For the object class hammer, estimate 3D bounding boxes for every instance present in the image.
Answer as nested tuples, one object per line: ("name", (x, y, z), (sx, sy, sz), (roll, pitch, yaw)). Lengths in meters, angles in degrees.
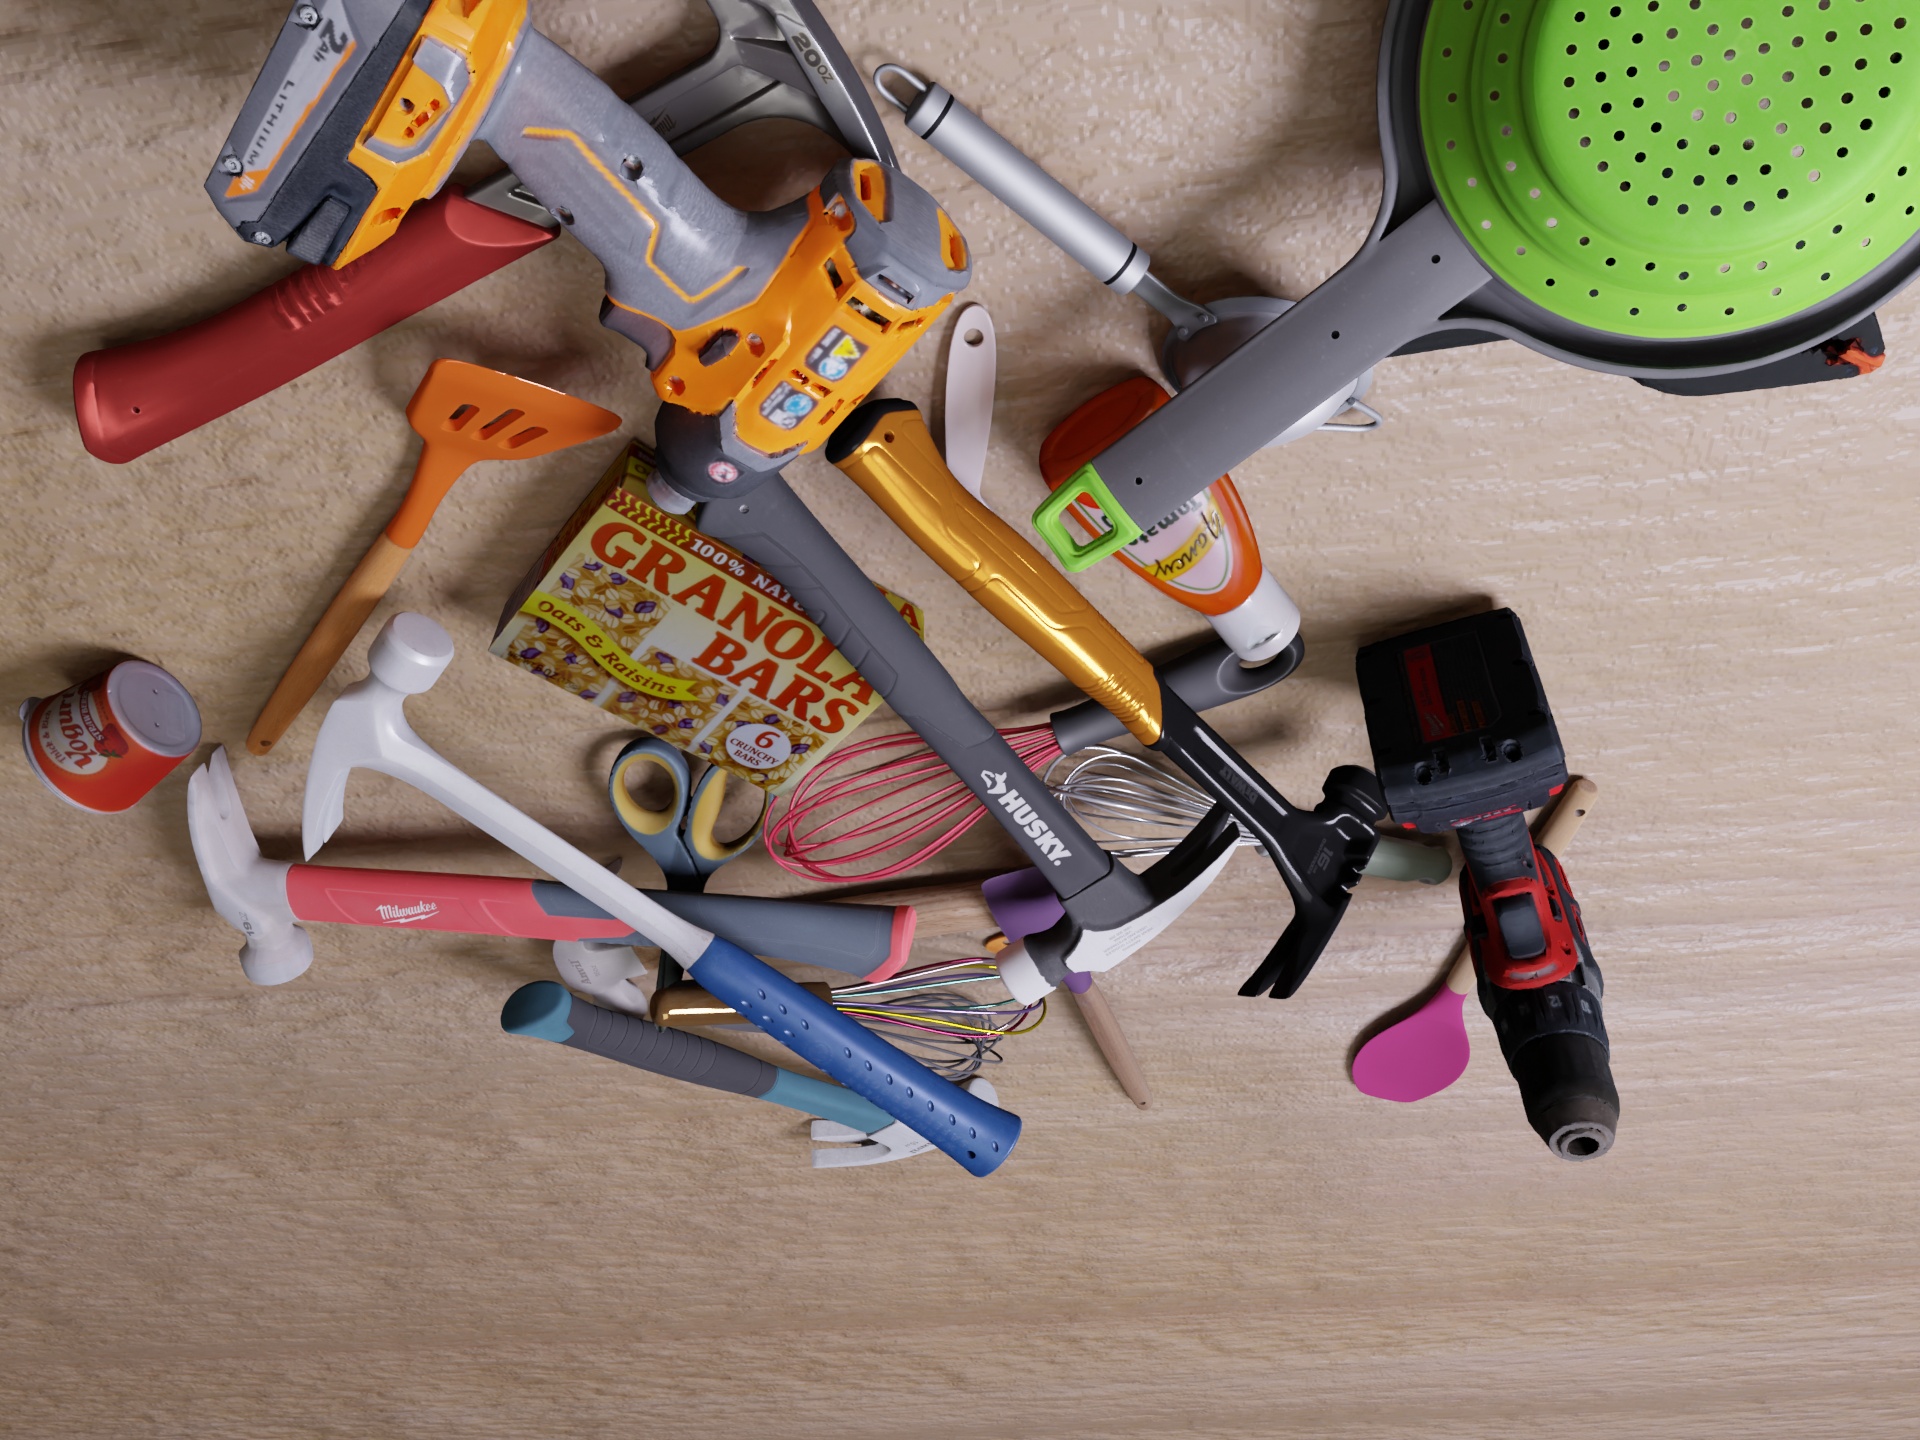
("hammer", (0.066, -0.014, 0.713), (0.336, 0.127, 0.034), (42, 156, -22))
("hammer", (-0.134, 0.224, 1.005), (0.330, 0.033, 0.128), (28, 132, -36))
("hammer", (-0.201, -0.177, 0.624), (0.359, 0.037, 0.149), (-21, 132, 20))
("hammer", (-0.216, 0.089, 0.845), (0.386, 0.038, 0.143), (3, 123, 8))
("hammer", (-0.078, 0.117, 0.927), (0.331, 0.031, 0.129), (-9, 135, 9))
("hammer", (-0.144, 0.114, 0.805), (0.405, 0.035, 0.144), (36, 118, -12))
("hammer", (-0.001, -0.002, 0.738), (0.146, 0.035, 0.334), (-33, 120, 14))

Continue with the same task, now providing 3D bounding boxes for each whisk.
("whisk", (-0.069, 0.181, 0.947), (0.238, 0.055, 0.055), (16, 135, -35))
("whisk", (-0.055, 0.161, 0.906), (0.244, 0.047, 0.051), (3, 159, -28))
("whisk", (0.158, 0.059, 0.859), (0.246, 0.059, 0.058), (11, 171, -16))
("whisk", (0.033, 0.015, 0.805), (0.296, 0.073, 0.073), (-22, 132, 13))

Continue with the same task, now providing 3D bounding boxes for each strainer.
("strainer", (0.070, -0.170, 0.623), (0.258, 0.050, 0.087), (32, 151, -22))

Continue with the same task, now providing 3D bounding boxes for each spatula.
("spatula", (0.081, 0.170, 0.962), (0.060, 0.018, 0.315), (-15, 141, 10))
("spatula", (-0.269, -0.064, 0.736), (0.081, 0.041, 0.322), (14, 139, -39))

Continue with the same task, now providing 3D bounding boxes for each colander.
("colander", (0.171, -0.161, 0.525), (0.397, 0.094, 0.204), (-35, 96, 27))

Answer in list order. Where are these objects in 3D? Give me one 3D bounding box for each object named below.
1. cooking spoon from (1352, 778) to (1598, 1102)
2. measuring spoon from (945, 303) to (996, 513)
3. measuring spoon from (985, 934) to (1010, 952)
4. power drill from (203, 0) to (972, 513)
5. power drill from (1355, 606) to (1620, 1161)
("cooking spoon", (0.310, 0.144, 0.959), (0.069, 0.017, 0.318), (12, 135, 0))
("measuring spoon", (0.003, -0.125, 0.693), (0.034, 0.018, 0.124), (3, 129, -2))
("measuring spoon", (0.070, 0.123, 0.949), (0.117, 0.011, 0.021), (-13, 135, 18))
("power drill", (-0.131, -0.164, 0.557), (0.226, 0.084, 0.164), (26, 130, -30))
("power drill", (0.265, 0.081, 0.769), (0.080, 0.188, 0.226), (-16, 125, 18))
